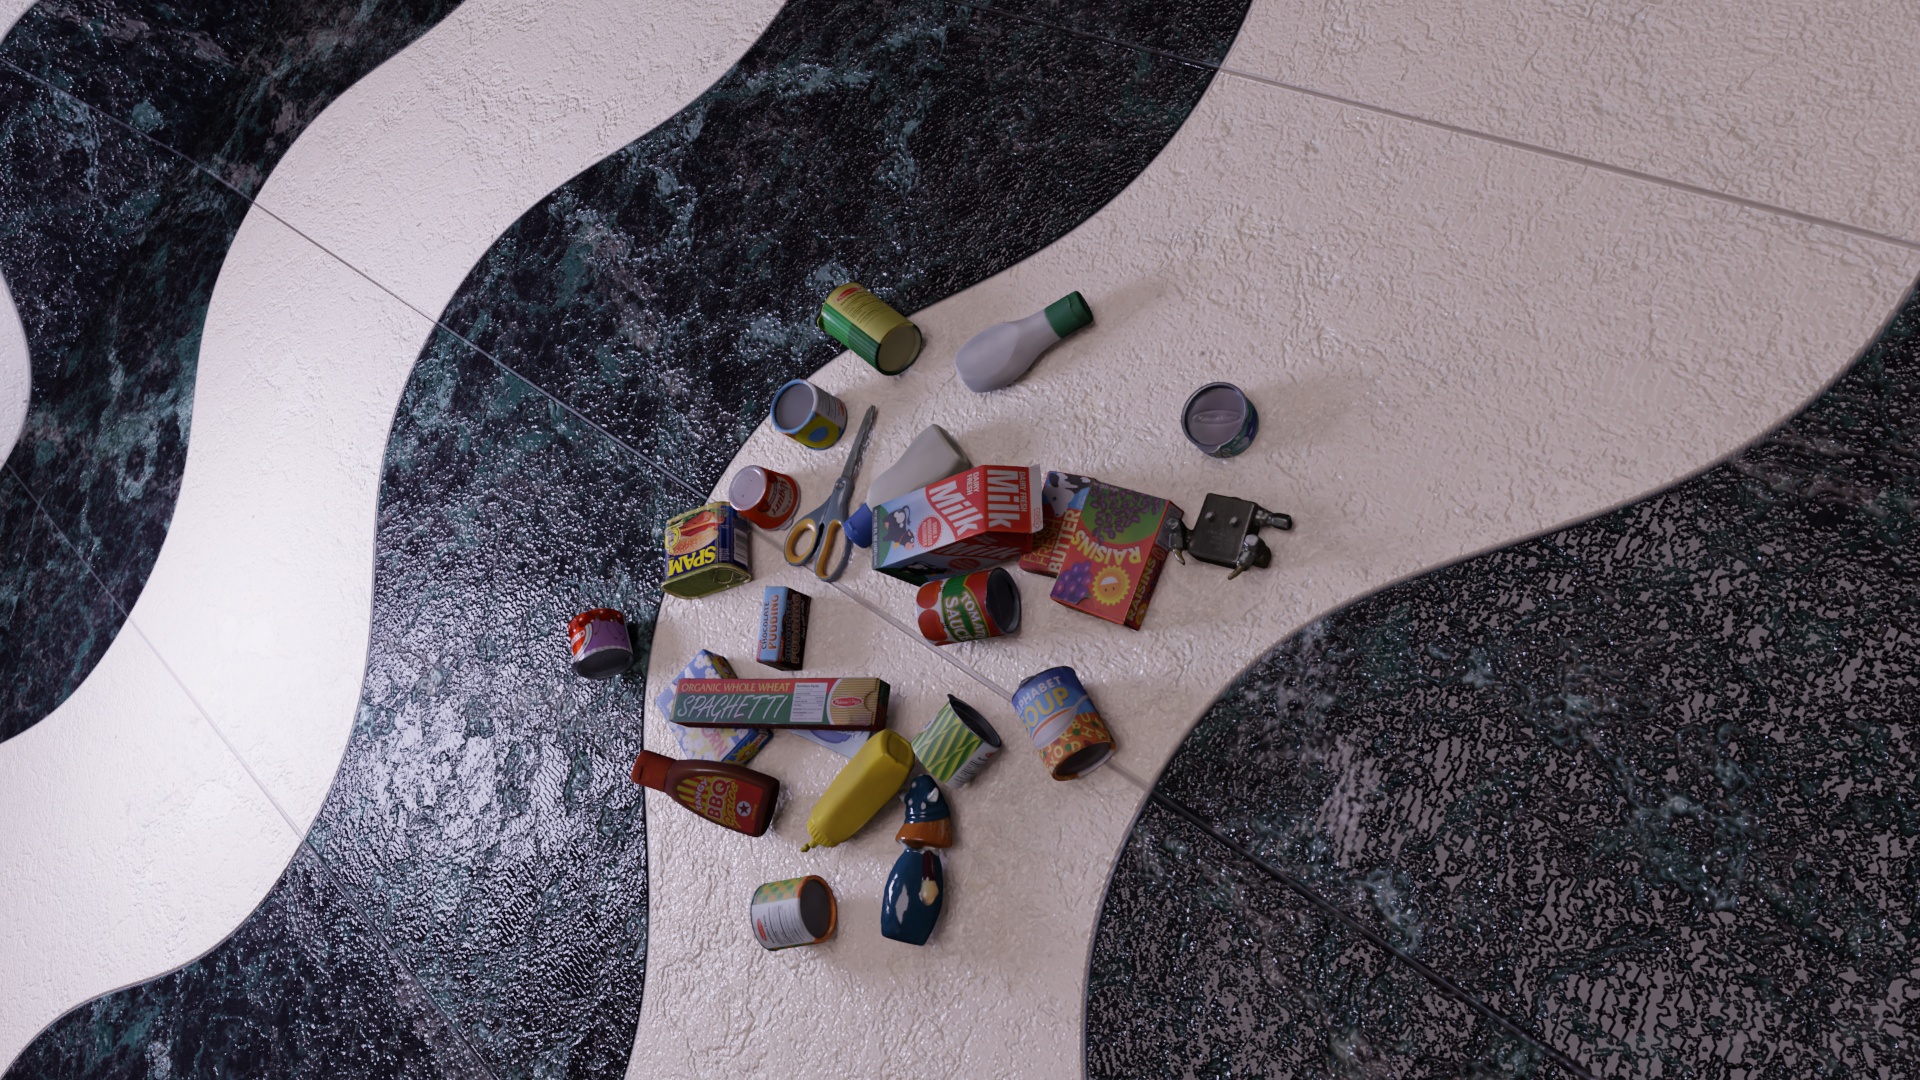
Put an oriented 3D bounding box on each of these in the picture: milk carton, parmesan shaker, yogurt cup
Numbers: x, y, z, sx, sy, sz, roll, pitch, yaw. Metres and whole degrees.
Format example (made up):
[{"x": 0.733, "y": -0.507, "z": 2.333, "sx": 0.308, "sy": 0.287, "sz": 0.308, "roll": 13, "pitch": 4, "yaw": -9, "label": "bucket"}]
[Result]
[{"x": 0.005, "y": -0.017, "z": 1.366, "sx": 0.190, "sy": 0.073, "sz": 0.072, "roll": -20, "pitch": 61, "yaw": 36, "label": "milk carton"}, {"x": -0.100, "y": -0.231, "z": 1.533, "sx": 0.103, "sy": 0.071, "sz": 0.071, "roll": 41, "pitch": 96, "yaw": 35, "label": "parmesan shaker"}, {"x": -0.222, "y": -0.050, "z": 1.552, "sx": 0.072, "sy": 0.054, "sz": 0.072, "roll": -12, "pitch": 66, "yaw": 29, "label": "yogurt cup"}]

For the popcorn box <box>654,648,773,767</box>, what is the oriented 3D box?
[{"x": -0.267, "y": 0.192, "z": 1.501, "sx": 0.085, "sy": 0.038, "sz": 0.127, "roll": -47, "pitch": 55, "yaw": 11, "label": "popcorn box"}]

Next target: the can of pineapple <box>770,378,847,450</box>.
[{"x": -0.171, "y": -0.139, "z": 1.550, "sx": 0.071, "sy": 0.058, "sz": 0.071, "roll": -11, "pitch": 67, "yaw": 29, "label": "can of pineapple"}]

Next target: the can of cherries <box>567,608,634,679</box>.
[{"x": -0.417, "y": 0.119, "z": 1.602, "sx": 0.071, "sy": 0.071, "sz": 0.058, "roll": -33, "pitch": 58, "yaw": 19, "label": "can of cherries"}]

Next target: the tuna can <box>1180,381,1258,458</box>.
[{"x": 0.242, "y": -0.109, "z": 1.295, "sx": 0.071, "sy": 0.033, "sz": 0.071, "roll": -11, "pitch": 67, "yaw": 29, "label": "tuna can"}]

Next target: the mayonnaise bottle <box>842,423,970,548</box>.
[{"x": -0.060, "y": -0.053, "z": 1.460, "sx": 0.148, "sy": 0.041, "sz": 0.065, "roll": -42, "pitch": 58, "yaw": 13, "label": "mayonnaise bottle"}]

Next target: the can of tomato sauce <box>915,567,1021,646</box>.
[{"x": 0.007, "y": 0.067, "z": 1.356, "sx": 0.083, "sy": 0.071, "sz": 0.071, "roll": -12, "pitch": 67, "yaw": 29, "label": "can of tomato sauce"}]

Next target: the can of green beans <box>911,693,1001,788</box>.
[{"x": -0.004, "y": 0.192, "z": 1.319, "sx": 0.057, "sy": 0.071, "sz": 0.071, "roll": -48, "pitch": 55, "yaw": 10, "label": "can of green beans"}]

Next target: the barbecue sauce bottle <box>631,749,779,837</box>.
[{"x": -0.264, "y": 0.255, "z": 1.435, "sx": 0.148, "sy": 0.044, "sz": 0.064, "roll": 17, "pitch": 100, "yaw": 9, "label": "barbecue sauce bottle"}]

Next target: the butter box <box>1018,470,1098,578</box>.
[{"x": 0.097, "y": -0.015, "z": 1.356, "sx": 0.053, "sy": 0.024, "sz": 0.103, "roll": 12, "pitch": 79, "yaw": 35, "label": "butter box"}]

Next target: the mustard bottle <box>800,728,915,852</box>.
[{"x": -0.107, "y": 0.256, "z": 1.364, "sx": 0.159, "sy": 0.049, "sz": 0.065, "roll": -49, "pitch": 14, "yaw": 22, "label": "mustard bottle"}]

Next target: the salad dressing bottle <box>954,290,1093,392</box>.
[{"x": 0.066, "y": -0.206, "z": 1.436, "sx": 0.147, "sy": 0.044, "sz": 0.064, "roll": -28, "pitch": 58, "yaw": 20, "label": "salad dressing bottle"}]

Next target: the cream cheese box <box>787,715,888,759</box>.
[{"x": -0.126, "y": 0.188, "z": 1.422, "sx": 0.104, "sy": 0.024, "sz": 0.053, "roll": 16, "pitch": 83, "yaw": 35, "label": "cream cheese box"}]

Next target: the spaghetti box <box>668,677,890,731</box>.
[{"x": -0.188, "y": 0.167, "z": 1.424, "sx": 0.250, "sy": 0.028, "sz": 0.050, "roll": -3, "pitch": 67, "yaw": 26, "label": "spaghetti box"}]

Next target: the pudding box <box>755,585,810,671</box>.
[{"x": -0.189, "y": 0.094, "z": 1.481, "sx": 0.030, "sy": 0.049, "sz": 0.084, "roll": -5, "pitch": 70, "yaw": 30, "label": "pudding box"}]

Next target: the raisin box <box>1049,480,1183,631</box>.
[{"x": 0.147, "y": 0.014, "z": 1.306, "sx": 0.086, "sy": 0.040, "sz": 0.123, "roll": 18, "pitch": 84, "yaw": 35, "label": "raisin box"}]

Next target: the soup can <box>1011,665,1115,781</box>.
[{"x": 0.092, "y": 0.166, "z": 1.264, "sx": 0.071, "sy": 0.071, "sz": 0.084, "roll": -39, "pitch": 57, "yaw": 15, "label": "soup can"}]

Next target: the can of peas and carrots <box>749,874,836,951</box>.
[{"x": -0.161, "y": 0.362, "z": 1.357, "sx": 0.058, "sy": 0.071, "sz": 0.071, "roll": -17, "pitch": 65, "yaw": 26, "label": "can of peas and carrots"}]
